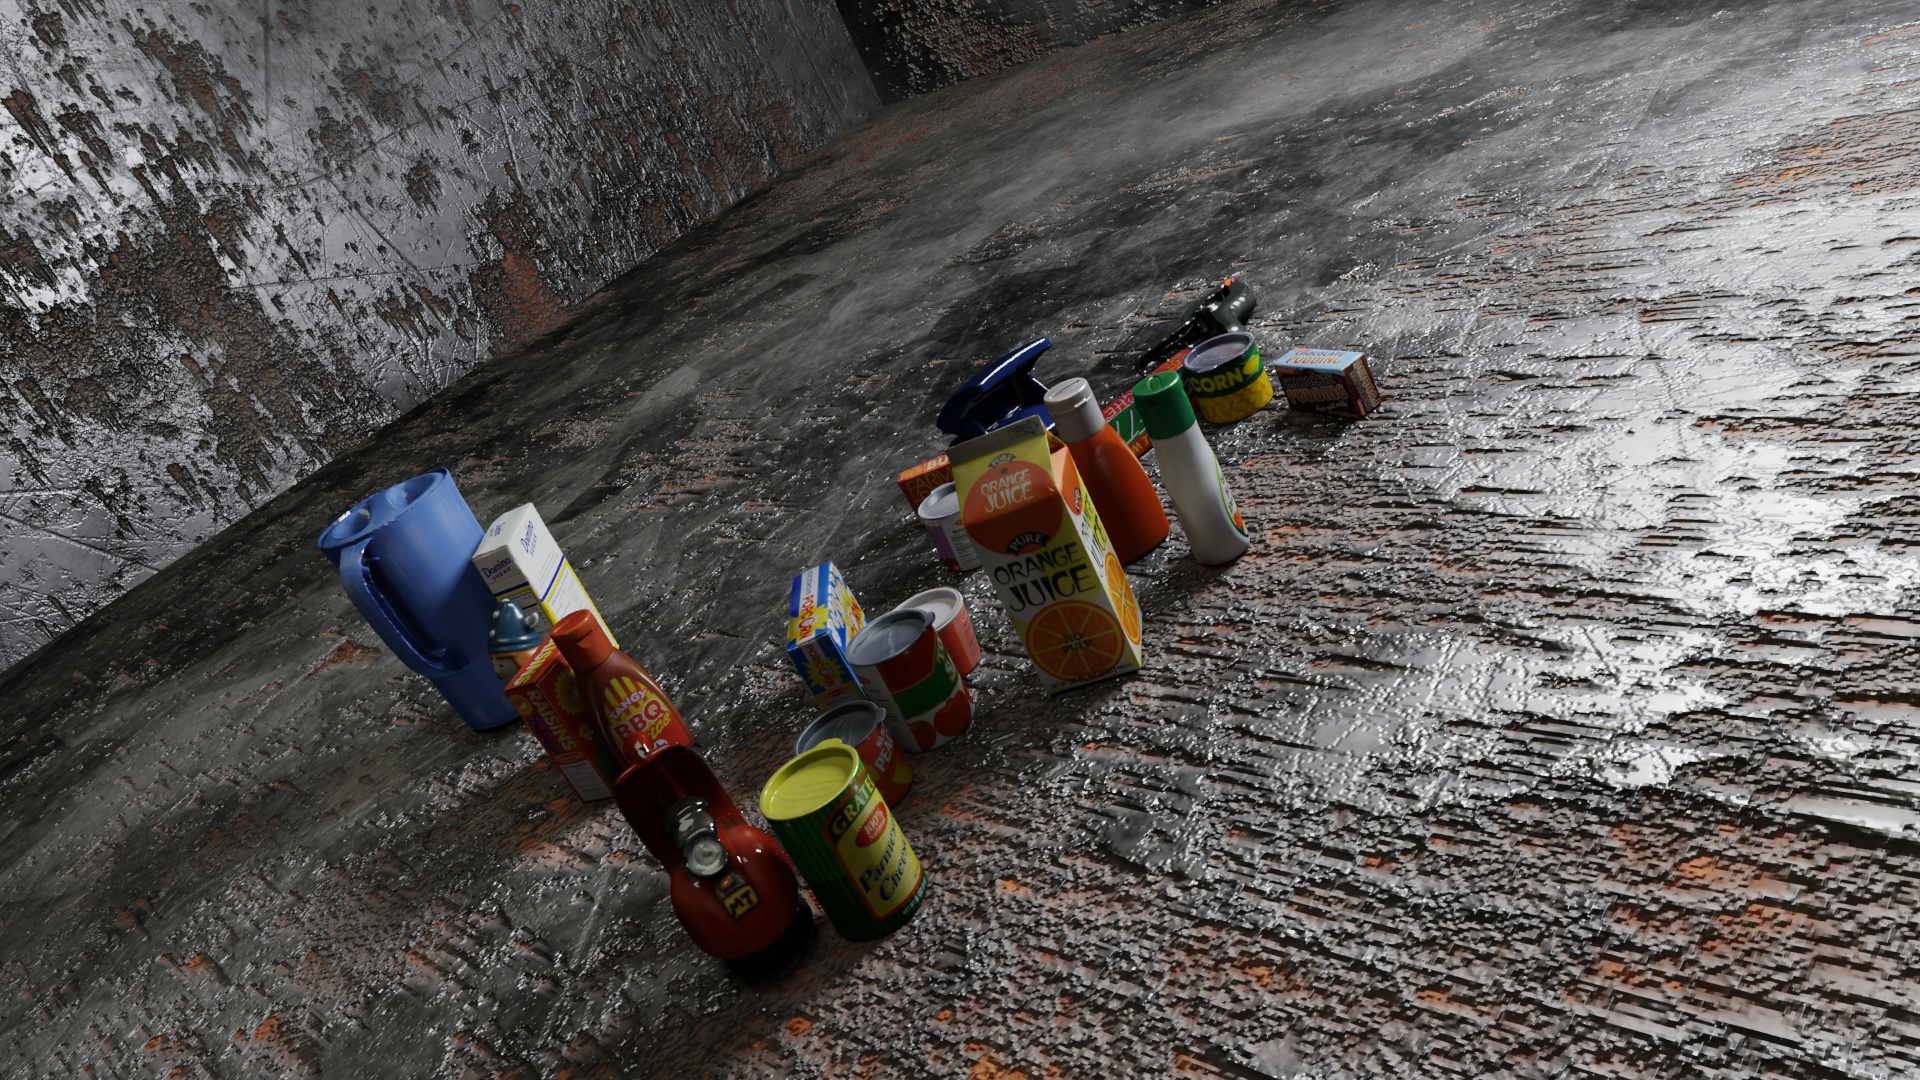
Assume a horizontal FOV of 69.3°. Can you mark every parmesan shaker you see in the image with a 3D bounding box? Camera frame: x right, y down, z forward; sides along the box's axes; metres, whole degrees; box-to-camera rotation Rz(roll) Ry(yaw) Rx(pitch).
[{"bbox_3d":[-0.068,0.182,0.848,0.071,0.102,0.071,-22,25,11],"label":"parmesan shaker"}]

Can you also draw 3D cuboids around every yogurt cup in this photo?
[{"bbox_3d":[-0.020,0.077,1.069,0.072,0.053,0.073,-22,25,11],"label":"yogurt cup"}]

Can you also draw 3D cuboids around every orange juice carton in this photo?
[{"bbox_3d":[0.059,0.006,0.963,0.071,0.192,0.073,-19,25,18],"label":"orange juice carton"}]

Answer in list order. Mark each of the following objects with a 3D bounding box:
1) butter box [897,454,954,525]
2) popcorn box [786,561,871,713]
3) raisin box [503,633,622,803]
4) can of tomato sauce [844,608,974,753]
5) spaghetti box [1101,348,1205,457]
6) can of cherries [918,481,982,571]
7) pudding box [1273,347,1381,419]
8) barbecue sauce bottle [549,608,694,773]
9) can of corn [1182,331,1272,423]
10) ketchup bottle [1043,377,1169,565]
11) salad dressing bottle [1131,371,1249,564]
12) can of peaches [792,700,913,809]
[{"bbox_3d":[-0.003,-0.057,1.317,0.103,0.053,0.024,-21,25,13],"label":"butter box"},{"bbox_3d":[-0.100,0.082,1.099,0.038,0.085,0.127,-24,24,7],"label":"popcorn box"},{"bbox_3d":[-0.310,0.141,1.145,0.040,0.123,0.086,-15,27,26],"label":"raisin box"},{"bbox_3d":[-0.034,0.100,1.001,0.071,0.083,0.071,-22,25,11],"label":"can of tomato sauce"},{"bbox_3d":[0.136,-0.089,1.247,0.251,0.050,0.028,-38,26,-23],"label":"spaghetti box"},{"bbox_3d":[0.004,-0.015,1.221,0.071,0.058,0.072,-22,25,11],"label":"can of cherries"},{"bbox_3d":[0.307,-0.133,1.165,0.030,0.049,0.084,-36,26,-19],"label":"pudding box"},{"bbox_3d":[-0.275,0.123,1.115,0.065,0.148,0.043,-38,26,-23],"label":"barbecue sauce bottle"},{"bbox_3d":[0.239,-0.144,1.244,0.071,0.058,0.071,-22,25,11],"label":"can of corn"},{"bbox_3d":[0.110,-0.055,1.085,0.065,0.148,0.043,-33,25,-13],"label":"ketchup bottle"},{"bbox_3d":[0.169,-0.053,1.024,0.044,0.147,0.064,-21,25,14],"label":"salad dressing bottle"},{"bbox_3d":[-0.072,0.153,0.964,0.071,0.058,0.071,-22,25,11],"label":"can of peaches"}]
